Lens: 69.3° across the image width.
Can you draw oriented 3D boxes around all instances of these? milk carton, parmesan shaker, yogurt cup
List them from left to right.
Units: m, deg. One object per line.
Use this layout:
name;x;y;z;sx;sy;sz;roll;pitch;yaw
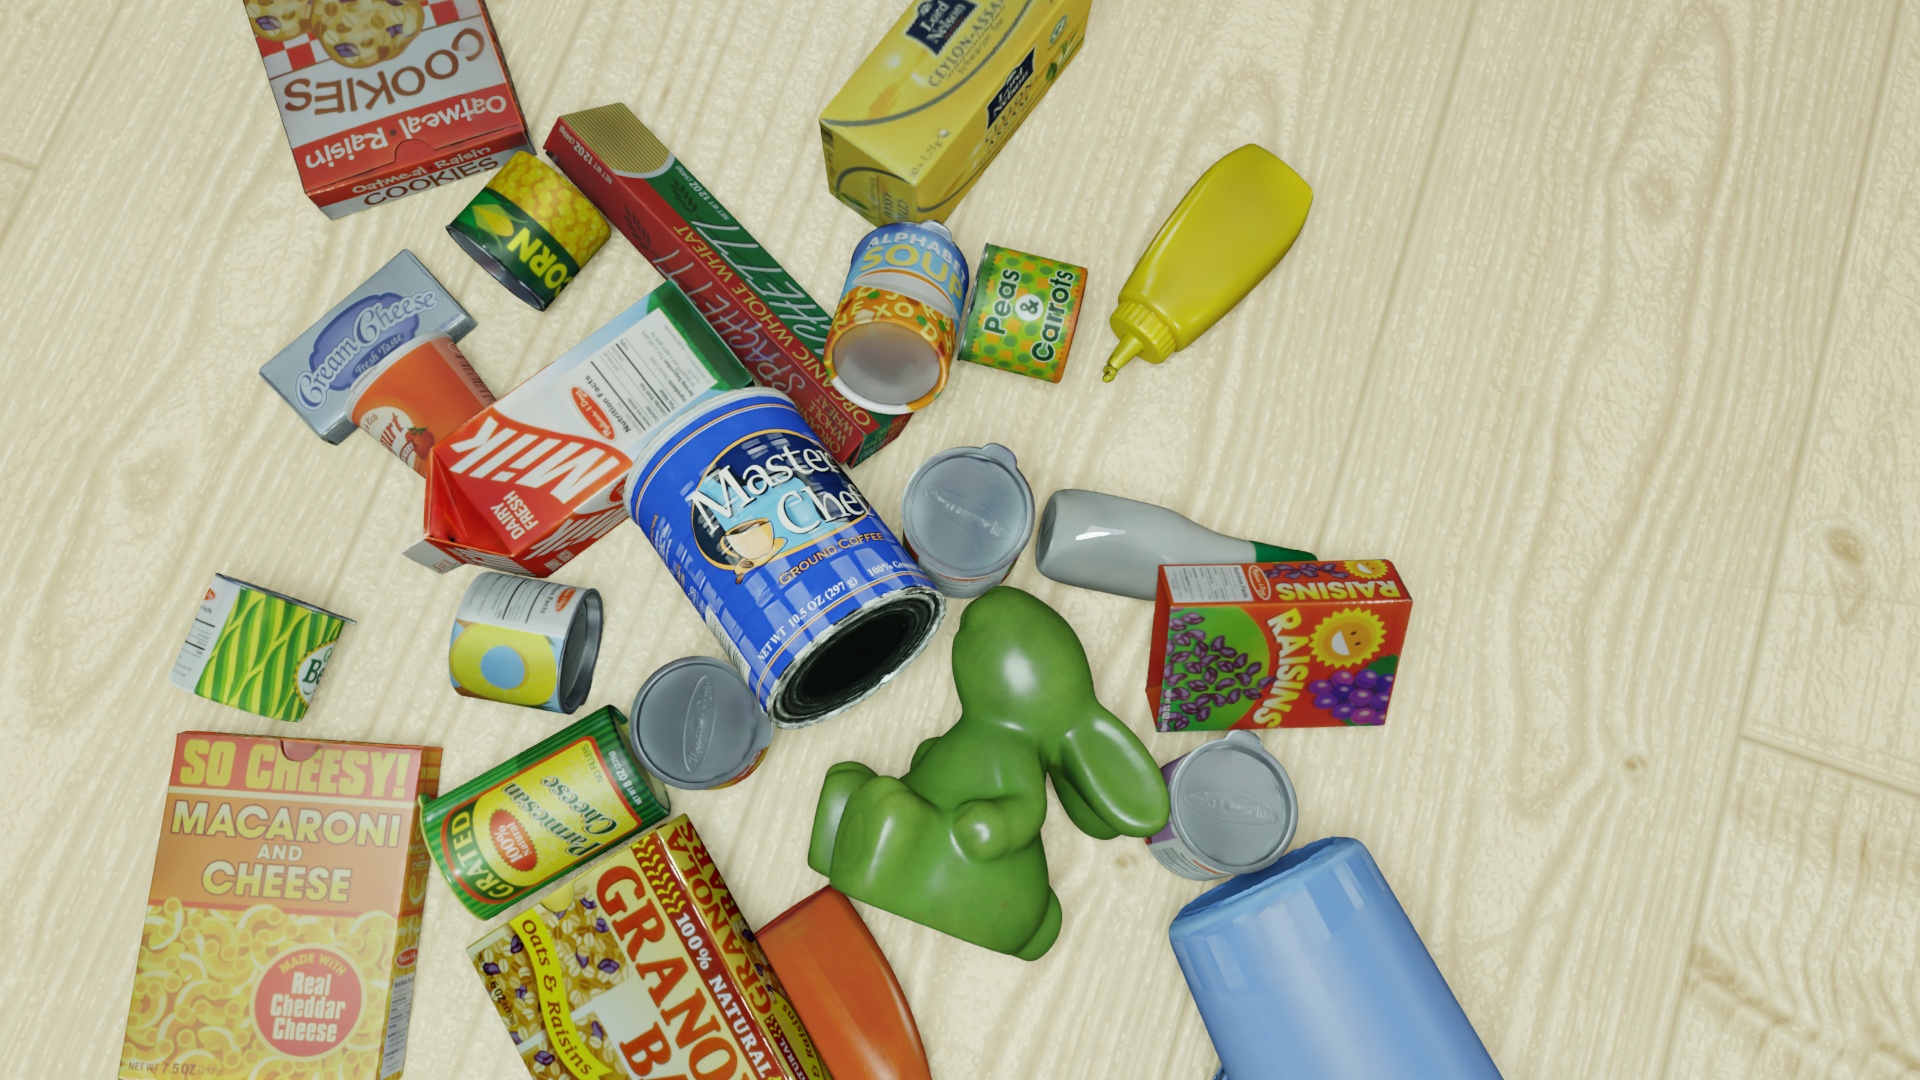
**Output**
yogurt cup;-0.280;-0.069;0.735;0.072;0.072;0.054;-44;92;-9
parmesan shaker;-0.207;0.132;0.696;0.103;0.071;0.071;-29;82;-7
milk carton;-0.202;-0.045;0.729;0.191;0.072;0.073;-38;83;-10

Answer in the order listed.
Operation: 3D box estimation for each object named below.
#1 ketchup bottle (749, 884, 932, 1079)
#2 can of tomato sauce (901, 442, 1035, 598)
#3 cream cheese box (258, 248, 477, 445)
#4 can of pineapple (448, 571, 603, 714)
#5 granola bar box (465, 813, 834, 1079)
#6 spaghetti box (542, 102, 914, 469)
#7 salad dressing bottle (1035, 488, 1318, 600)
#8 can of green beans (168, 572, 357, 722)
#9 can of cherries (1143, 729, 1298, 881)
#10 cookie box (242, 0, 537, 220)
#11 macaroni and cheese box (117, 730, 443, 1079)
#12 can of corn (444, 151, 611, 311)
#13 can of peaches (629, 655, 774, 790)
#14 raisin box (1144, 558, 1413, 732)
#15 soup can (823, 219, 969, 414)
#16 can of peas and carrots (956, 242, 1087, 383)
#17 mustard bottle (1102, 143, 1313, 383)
ketchup bottle;-0.049;0.250;0.693;0.065;0.043;0.149;-34;83;-2
can of tomato sauce;0.003;-0.009;0.725;0.071;0.083;0.071;0;79;-3
cream cheese box;-0.322;-0.105;0.759;0.104;0.024;0.053;-43;84;-9
can of pineapple;-0.222;0.054;0.712;0.058;0.071;0.071;10;79;1
granola bar box;-0.148;0.237;0.673;0.124;0.039;0.165;-33;82;13
spaghetti box;-0.126;-0.143;0.762;0.250;0.028;0.050;46;42;6
salad dressing bottle;0.116;0.010;0.741;0.148;0.064;0.044;12;59;-8
can of green beans;-0.356;0.055;0.705;0.071;0.071;0.058;19;80;1
can of cherries;0.131;0.136;0.711;0.071;0.058;0.071;3;71;-9
cookie box;-0.327;-0.279;0.784;0.123;0.040;0.167;-20;81;-6
macaroni and cheese box;-0.335;0.183;0.695;0.124;0.040;0.166;4;79;-3
can of corn;-0.231;-0.166;0.753;0.071;0.071;0.058;38;80;5
can of peaches;-0.129;0.095;0.712;0.071;0.058;0.071;1;79;-3
raisin box;0.162;0.055;0.721;0.123;0.040;0.085;-1;123;-2
soup can;-0.032;-0.119;0.734;0.071;0.071;0.084;10;46;-1
can of peas and carrots;0.034;-0.123;0.755;0.059;0.071;0.071;14;79;0
mustard bottle;0.128;-0.147;0.775;0.065;0.048;0.160;41;81;5
